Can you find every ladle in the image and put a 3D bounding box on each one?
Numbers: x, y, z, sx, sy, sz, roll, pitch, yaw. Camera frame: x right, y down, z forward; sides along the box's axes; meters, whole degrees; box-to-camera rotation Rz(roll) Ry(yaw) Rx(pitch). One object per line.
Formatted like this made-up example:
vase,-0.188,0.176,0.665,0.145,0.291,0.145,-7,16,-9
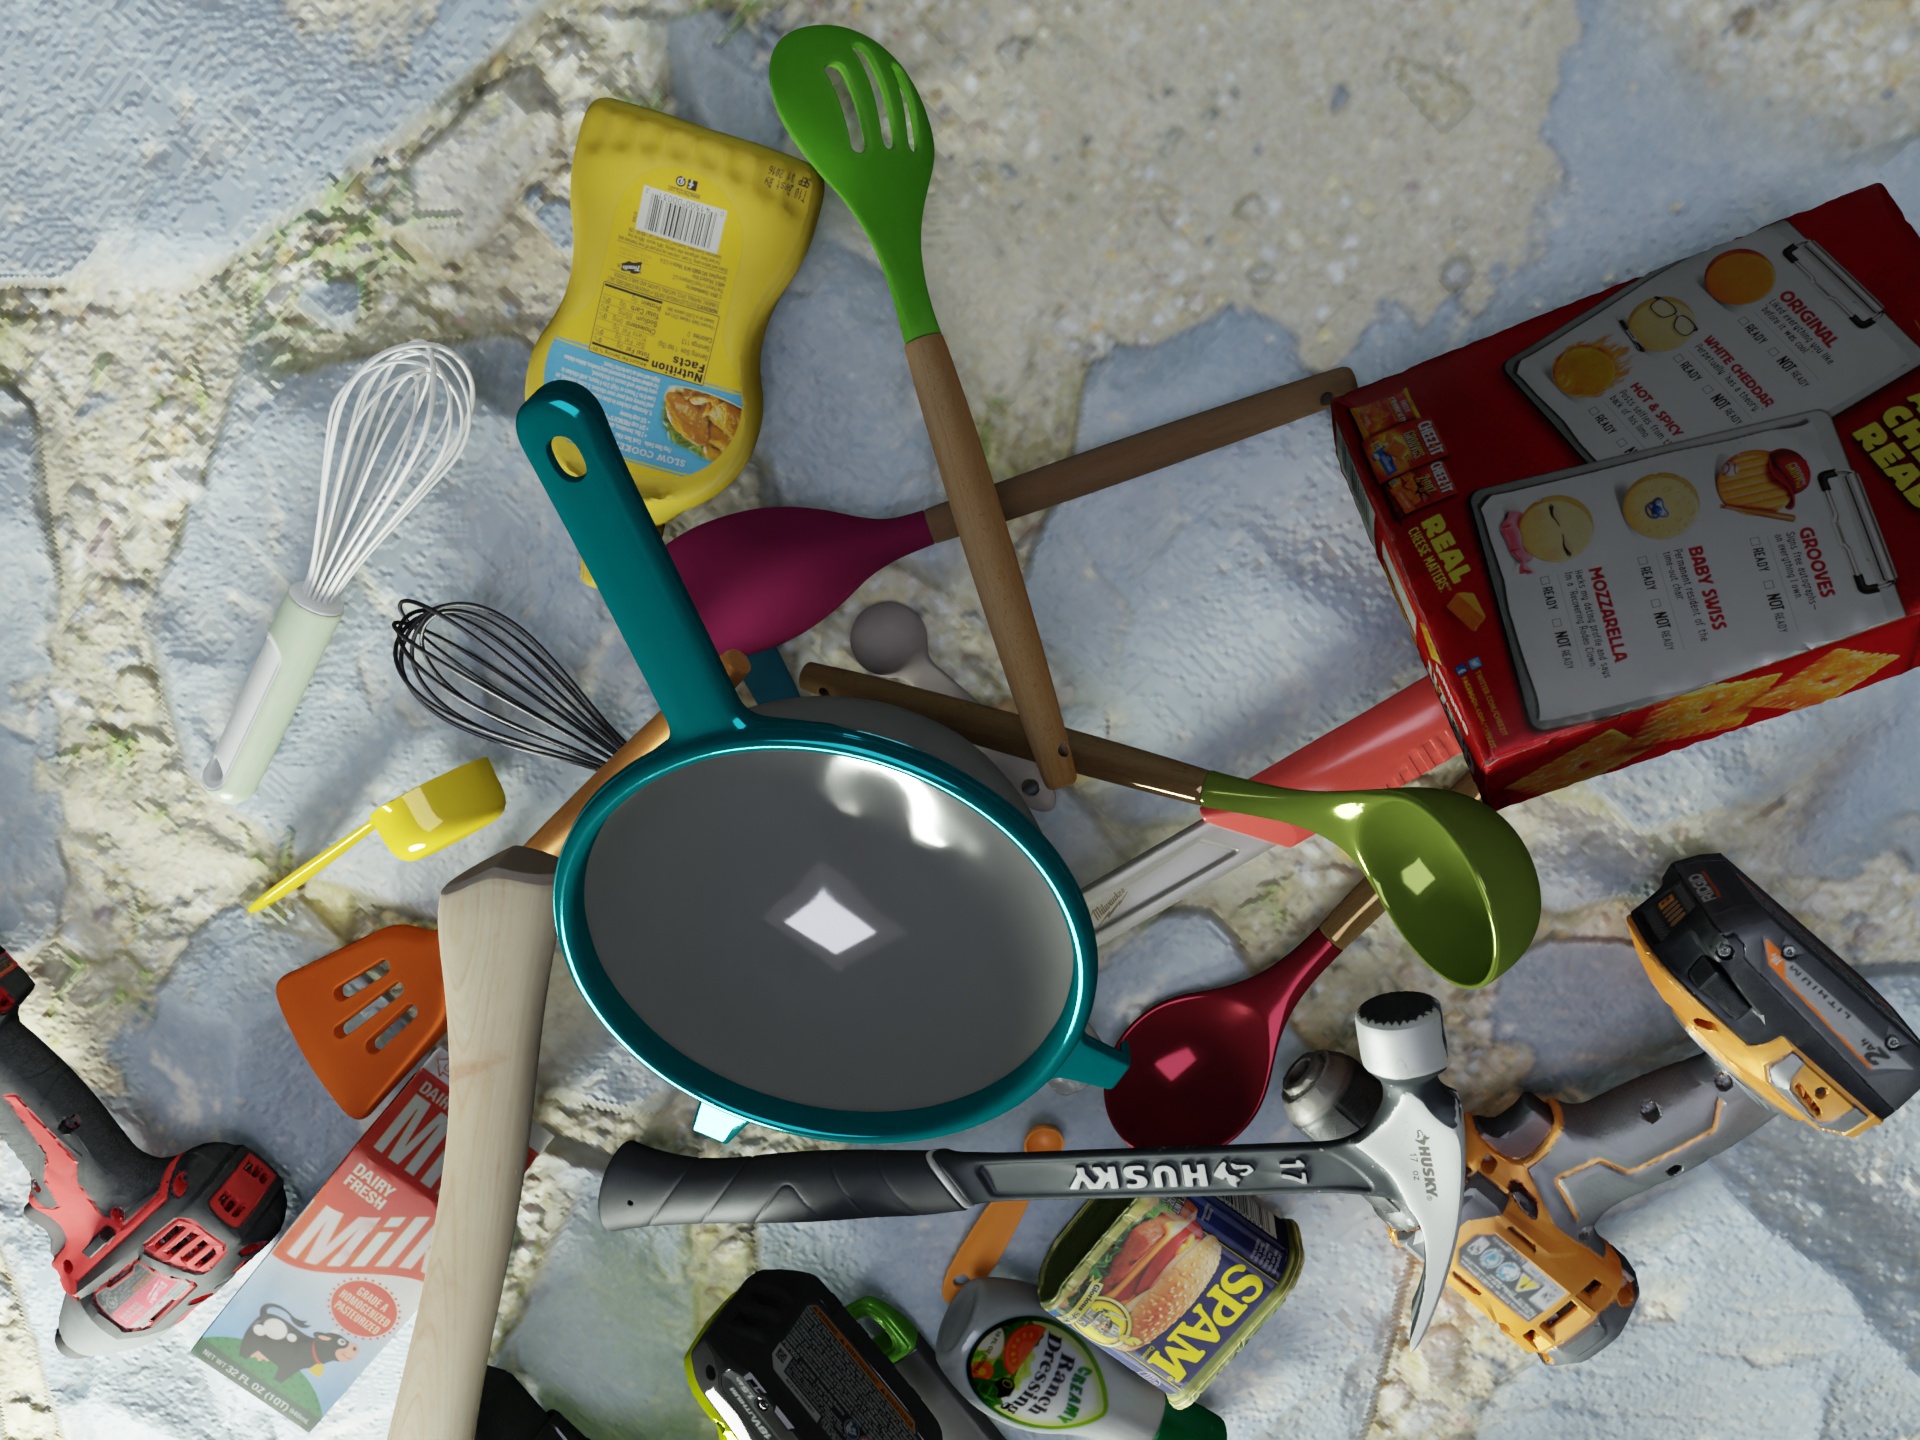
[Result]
ladle,0.182,0.078,0.708,0.069,0.031,0.315,45,103,16
ladle,0.069,0.028,0.638,0.320,0.062,0.078,16,139,22

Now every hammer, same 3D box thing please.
hammer,0.017,0.209,0.713,0.409,0.036,0.149,-8,102,20
hammer,-0.213,0.254,0.711,0.146,0.038,0.410,12,105,-3
hammer,0.148,0.020,0.677,0.359,0.037,0.149,-32,99,14

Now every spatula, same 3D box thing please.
spatula,-0.198,0.069,0.702,0.322,0.041,0.081,-40,79,30

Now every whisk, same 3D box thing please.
whisk,-0.279,-0.060,0.696,0.058,0.059,0.246,46,114,31
whisk,-0.148,0.018,0.709,0.239,0.055,0.055,33,106,-10

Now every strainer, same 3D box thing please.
strainer,-0.069,0.014,0.610,0.211,0.095,0.340,-13,120,18

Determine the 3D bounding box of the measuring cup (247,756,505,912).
measuring cup,-0.270,0.064,0.730,0.156,0.062,0.029,-30,91,23

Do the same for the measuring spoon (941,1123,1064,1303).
measuring spoon,0.019,0.242,0.780,0.021,0.011,0.117,22,110,-13

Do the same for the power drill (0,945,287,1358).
power drill,-0.455,0.216,0.777,0.143,0.079,0.219,-41,102,15

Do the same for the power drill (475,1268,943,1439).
power drill,-0.140,0.366,0.780,0.228,0.080,0.190,-39,90,26

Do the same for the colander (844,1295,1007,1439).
colander,0.057,0.457,0.794,0.204,0.094,0.397,-34,101,13

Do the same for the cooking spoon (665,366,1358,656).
cooking spoon,0.011,-0.090,0.667,0.319,0.017,0.068,-19,126,5

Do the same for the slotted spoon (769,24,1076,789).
slotted spoon,-0.005,-0.124,0.619,0.031,0.070,0.314,-14,94,52

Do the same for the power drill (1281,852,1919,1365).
power drill,0.273,0.161,0.702,0.185,0.084,0.226,40,110,-5

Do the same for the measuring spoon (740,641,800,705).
measuring spoon,-0.080,-0.001,0.708,0.042,0.021,0.128,-25,103,11

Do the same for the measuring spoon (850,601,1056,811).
measuring spoon,-0.001,-0.002,0.704,0.034,0.018,0.124,-42,100,14
